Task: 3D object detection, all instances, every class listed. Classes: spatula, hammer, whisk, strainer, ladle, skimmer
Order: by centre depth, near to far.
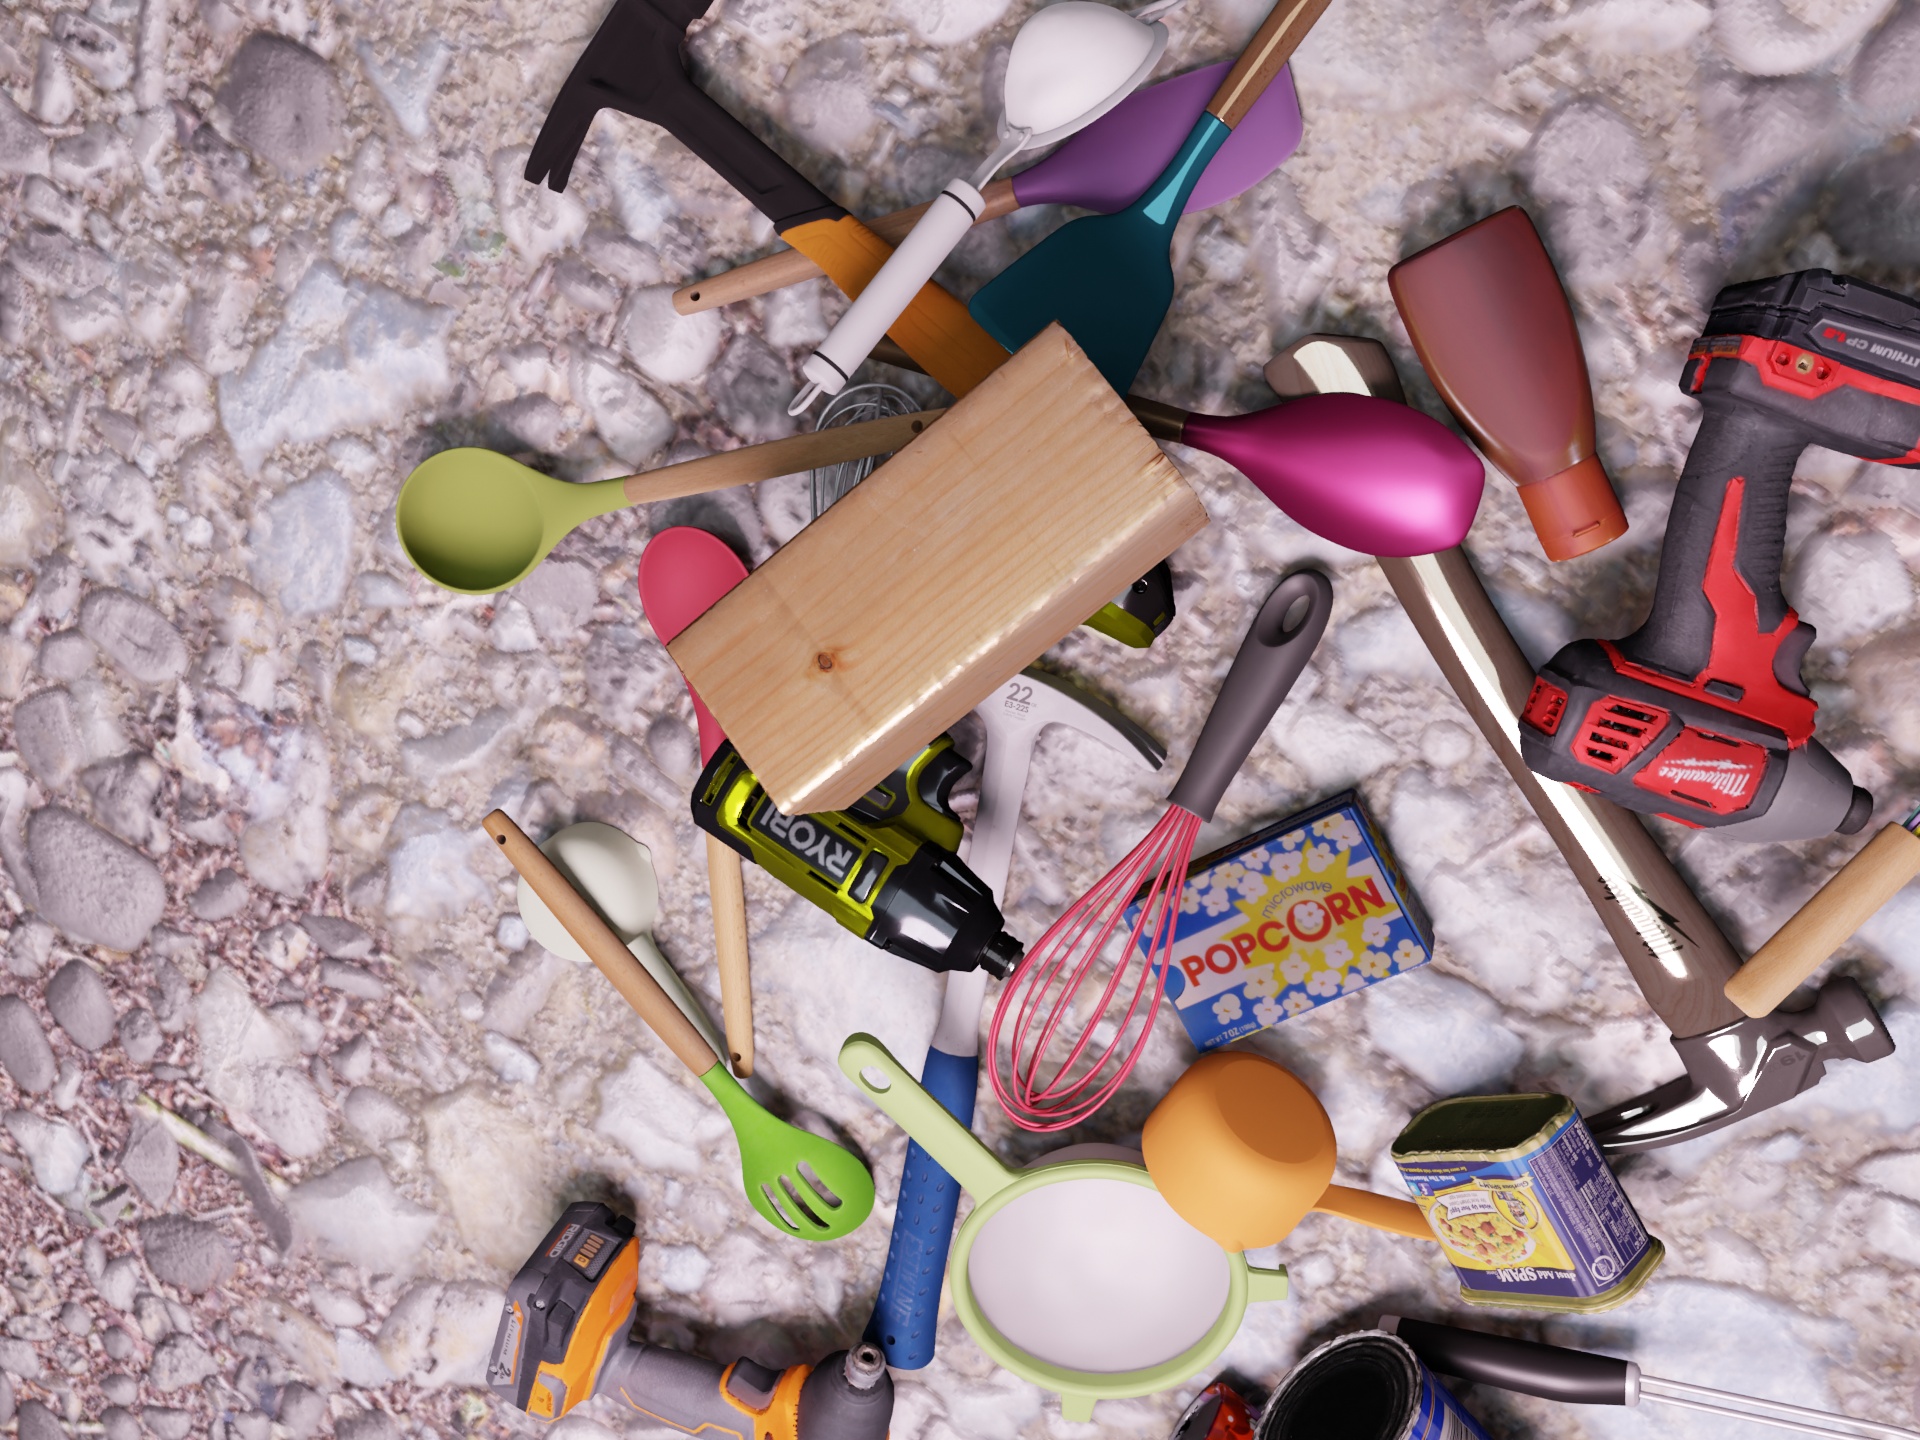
[{"bbox_3d":[0.413,0.032,0.664,0.051,0.047,0.245,41,101,1],"label":"whisk"},{"bbox_3d":[0.128,-0.281,0.684,0.082,0.044,0.317,38,105,5],"label":"spatula"},{"bbox_3d":[0.006,-0.234,0.693,0.258,0.087,0.050,-52,127,-2],"label":"strainer"},{"bbox_3d":[0.252,0.008,0.732,0.146,0.038,0.410,-32,92,22],"label":"hammer"},{"bbox_3d":[0.098,0.060,0.748,0.073,0.073,0.296,29,90,8],"label":"whisk"},{"bbox_3d":[-0.057,-0.212,0.748,0.337,0.034,0.127,42,105,10],"label":"hammer"},{"bbox_3d":[0.004,-0.241,0.755,0.316,0.018,0.059,-12,99,18],"label":"spatula"},{"bbox_3d":[0.393,0.317,0.768,0.363,0.090,0.127,2,106,27],"label":"skimmer"},{"bbox_3d":[-0.149,-0.117,0.782,0.320,0.062,0.078,-6,97,29],"label":"ladle"},{"bbox_3d":[-0.067,-0.052,0.809,0.059,0.058,0.246,9,113,-17],"label":"whisk"},{"bbox_3d":[0.035,0.237,0.818,0.151,0.069,0.256,-41,102,20],"label":"strainer"},{"bbox_3d":[0.004,0.166,0.844,0.144,0.035,0.405,14,107,13],"label":"hammer"},{"bbox_3d":[-0.130,0.049,0.862,0.069,0.031,0.315,3,106,20],"label":"ladle"}]

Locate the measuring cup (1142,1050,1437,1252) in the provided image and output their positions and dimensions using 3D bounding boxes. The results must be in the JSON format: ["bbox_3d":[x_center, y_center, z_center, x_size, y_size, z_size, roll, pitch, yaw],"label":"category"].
[{"bbox_3d":[0.178,0.217,0.780,0.173,0.095,0.052,18,126,-9],"label":"measuring cup"}]

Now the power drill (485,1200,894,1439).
[{"bbox_3d":[-0.145,0.368,0.903,0.226,0.084,0.164,26,123,7],"label":"power drill"}]

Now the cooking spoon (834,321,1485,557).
[{"bbox_3d":[0.080,-0.141,0.736,0.319,0.017,0.068,20,116,20],"label":"cooking spoon"}]

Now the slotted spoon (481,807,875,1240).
[{"bbox_3d":[-0.157,0.172,0.872,0.070,0.031,0.313,-35,100,17],"label":"slotted spoon"}]

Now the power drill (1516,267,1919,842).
[{"bbox_3d":[0.335,-0.058,0.648,0.143,0.078,0.219,20,102,0],"label":"power drill"}]

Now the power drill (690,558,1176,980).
[{"bbox_3d":[-0.001,-0.002,0.746,0.171,0.080,0.223,32,93,13],"label":"power drill"}]

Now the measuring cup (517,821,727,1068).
[{"bbox_3d":[-0.186,0.135,0.892,0.083,0.038,0.167,-34,90,21],"label":"measuring cup"}]
